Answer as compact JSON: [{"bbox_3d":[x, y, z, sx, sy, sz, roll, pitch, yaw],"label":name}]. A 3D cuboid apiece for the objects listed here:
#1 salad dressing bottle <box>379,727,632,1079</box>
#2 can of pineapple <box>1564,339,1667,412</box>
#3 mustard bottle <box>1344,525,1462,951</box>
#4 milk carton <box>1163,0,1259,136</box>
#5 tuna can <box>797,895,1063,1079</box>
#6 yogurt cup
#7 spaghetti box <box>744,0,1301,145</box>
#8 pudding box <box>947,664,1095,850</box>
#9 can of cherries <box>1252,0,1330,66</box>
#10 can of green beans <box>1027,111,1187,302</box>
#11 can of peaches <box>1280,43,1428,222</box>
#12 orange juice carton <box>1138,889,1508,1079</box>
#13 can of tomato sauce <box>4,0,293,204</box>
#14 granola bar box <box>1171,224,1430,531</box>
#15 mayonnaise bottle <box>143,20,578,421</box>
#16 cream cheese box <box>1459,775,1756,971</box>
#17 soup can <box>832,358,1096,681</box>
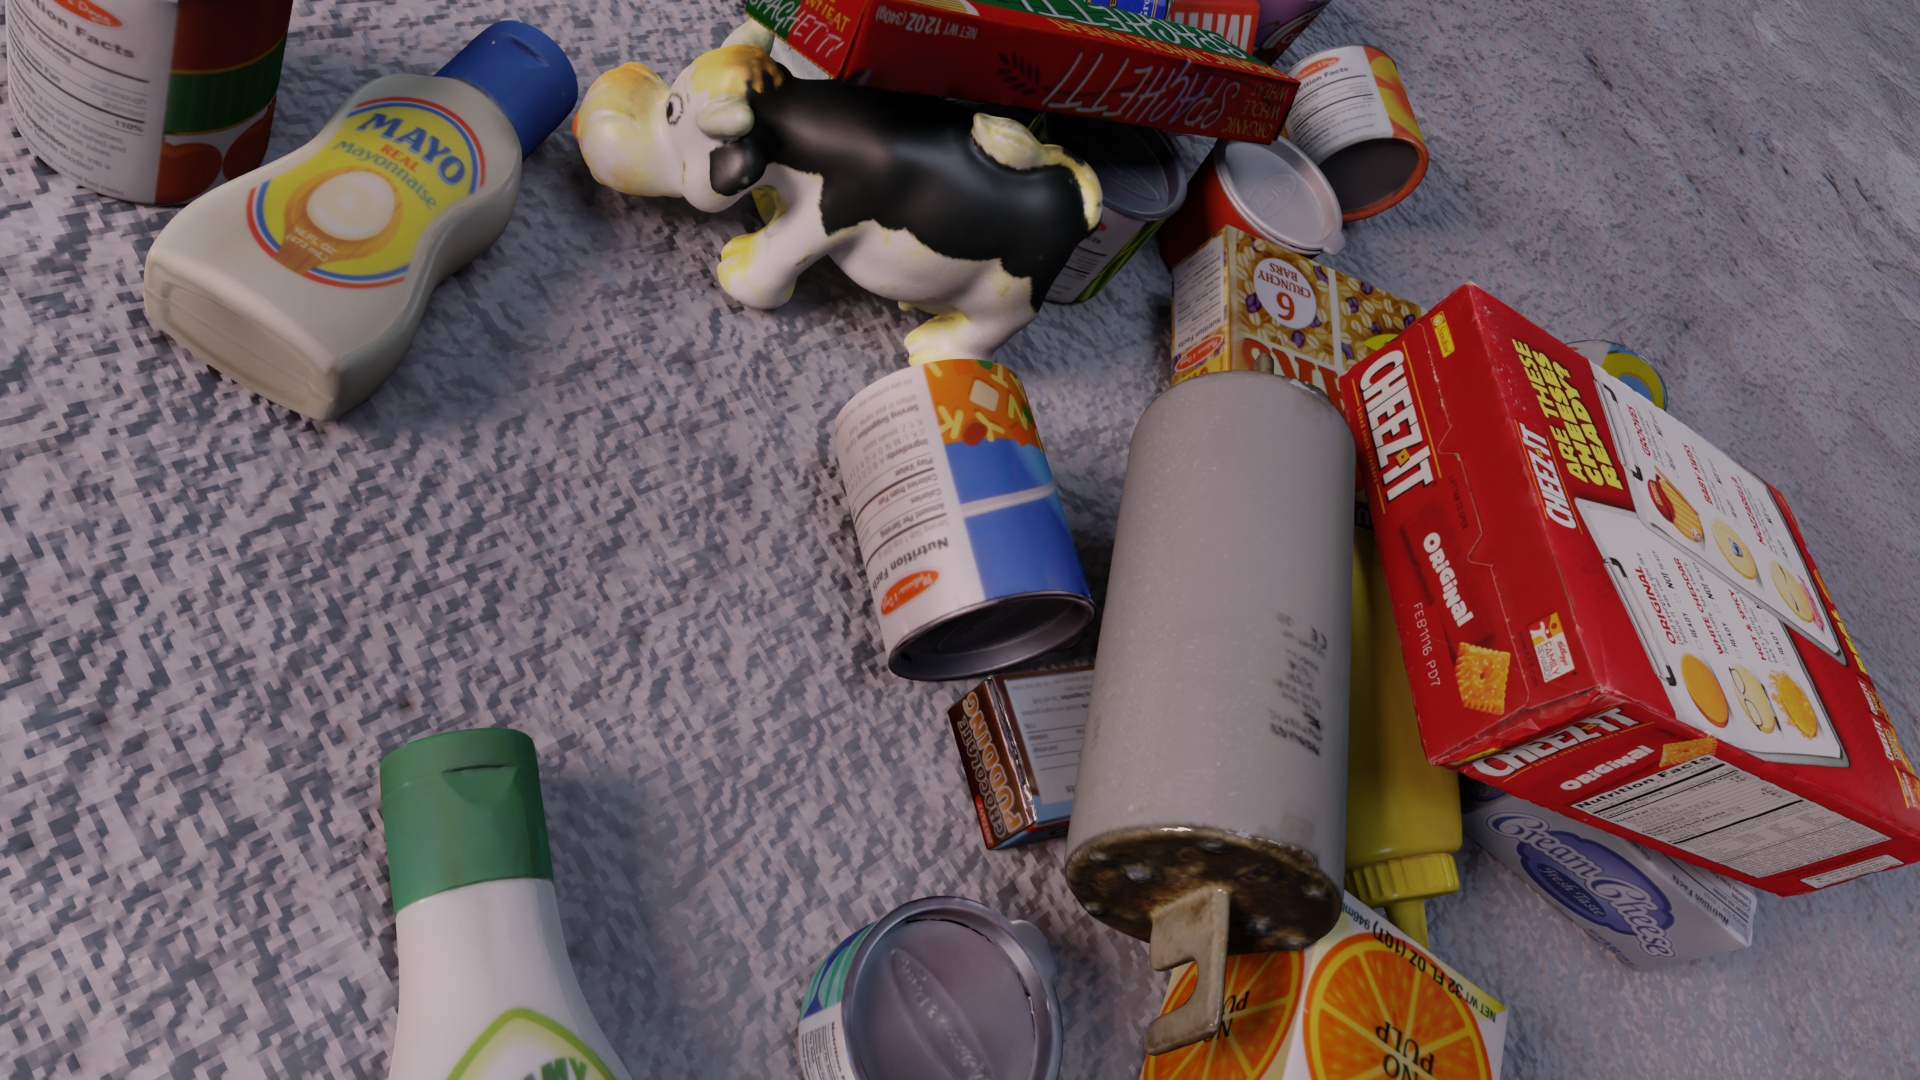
[{"bbox_3d":[-0.105,0.117,0.314,0.064,0.043,0.148,-1,63,-35],"label":"salad dressing bottle"},{"bbox_3d":[0.297,-0.052,0.661,0.071,0.070,0.058,44,49,-2],"label":"can of pineapple"},{"bbox_3d":[0.141,0.076,0.487,0.049,0.065,0.161,7,64,-36],"label":"mustard bottle"},{"bbox_3d":[0.067,-0.261,0.636,0.072,0.073,0.191,-16,73,-38],"label":"milk carton"},{"bbox_3d":[-0.007,0.131,0.376,0.071,0.032,0.071,16,55,-24],"label":"tuna can"},{"bbox_3d":[0.124,-0.140,0.611,0.072,0.053,0.073,16,55,-24],"label":"yogurt cup"},{"bbox_3d":[0.037,-0.172,0.491,0.251,0.028,0.050,-12,46,-47],"label":"spaghetti box"},{"bbox_3d":[0.043,0.068,0.449,0.084,0.030,0.050,-3,63,-34],"label":"pudding box"},{"bbox_3d":[0.156,-0.284,0.717,0.071,0.058,0.072,17,54,-24],"label":"can of cherries"},{"bbox_3d":[0.047,-0.138,0.558,0.071,0.057,0.071,16,55,-24],"label":"can of green beans"},{"bbox_3d":[0.190,-0.197,0.682,0.071,0.071,0.058,7,59,-29],"label":"can of peaches"},{"bbox_3d":[0.082,0.196,0.367,0.072,0.072,0.194,36,50,-10],"label":"orange juice carton"},{"bbox_3d":[-0.217,-0.143,0.375,0.071,0.082,0.071,16,55,-25],"label":"can of tomato sauce"},{"bbox_3d":[0.166,-0.047,0.581,0.165,0.039,0.124,16,64,-25],"label":"granola bar box"},{"bbox_3d":[-0.166,-0.103,0.411,0.065,0.041,0.149,33,51,-10],"label":"mayonnaise bottle"},{"bbox_3d":[0.244,0.121,0.530,0.104,0.053,0.024,39,51,-7],"label":"cream cheese box"},{"bbox_3d":[0.002,-0.006,0.444,0.071,0.071,0.084,0,63,-33],"label":"soup can"}]
